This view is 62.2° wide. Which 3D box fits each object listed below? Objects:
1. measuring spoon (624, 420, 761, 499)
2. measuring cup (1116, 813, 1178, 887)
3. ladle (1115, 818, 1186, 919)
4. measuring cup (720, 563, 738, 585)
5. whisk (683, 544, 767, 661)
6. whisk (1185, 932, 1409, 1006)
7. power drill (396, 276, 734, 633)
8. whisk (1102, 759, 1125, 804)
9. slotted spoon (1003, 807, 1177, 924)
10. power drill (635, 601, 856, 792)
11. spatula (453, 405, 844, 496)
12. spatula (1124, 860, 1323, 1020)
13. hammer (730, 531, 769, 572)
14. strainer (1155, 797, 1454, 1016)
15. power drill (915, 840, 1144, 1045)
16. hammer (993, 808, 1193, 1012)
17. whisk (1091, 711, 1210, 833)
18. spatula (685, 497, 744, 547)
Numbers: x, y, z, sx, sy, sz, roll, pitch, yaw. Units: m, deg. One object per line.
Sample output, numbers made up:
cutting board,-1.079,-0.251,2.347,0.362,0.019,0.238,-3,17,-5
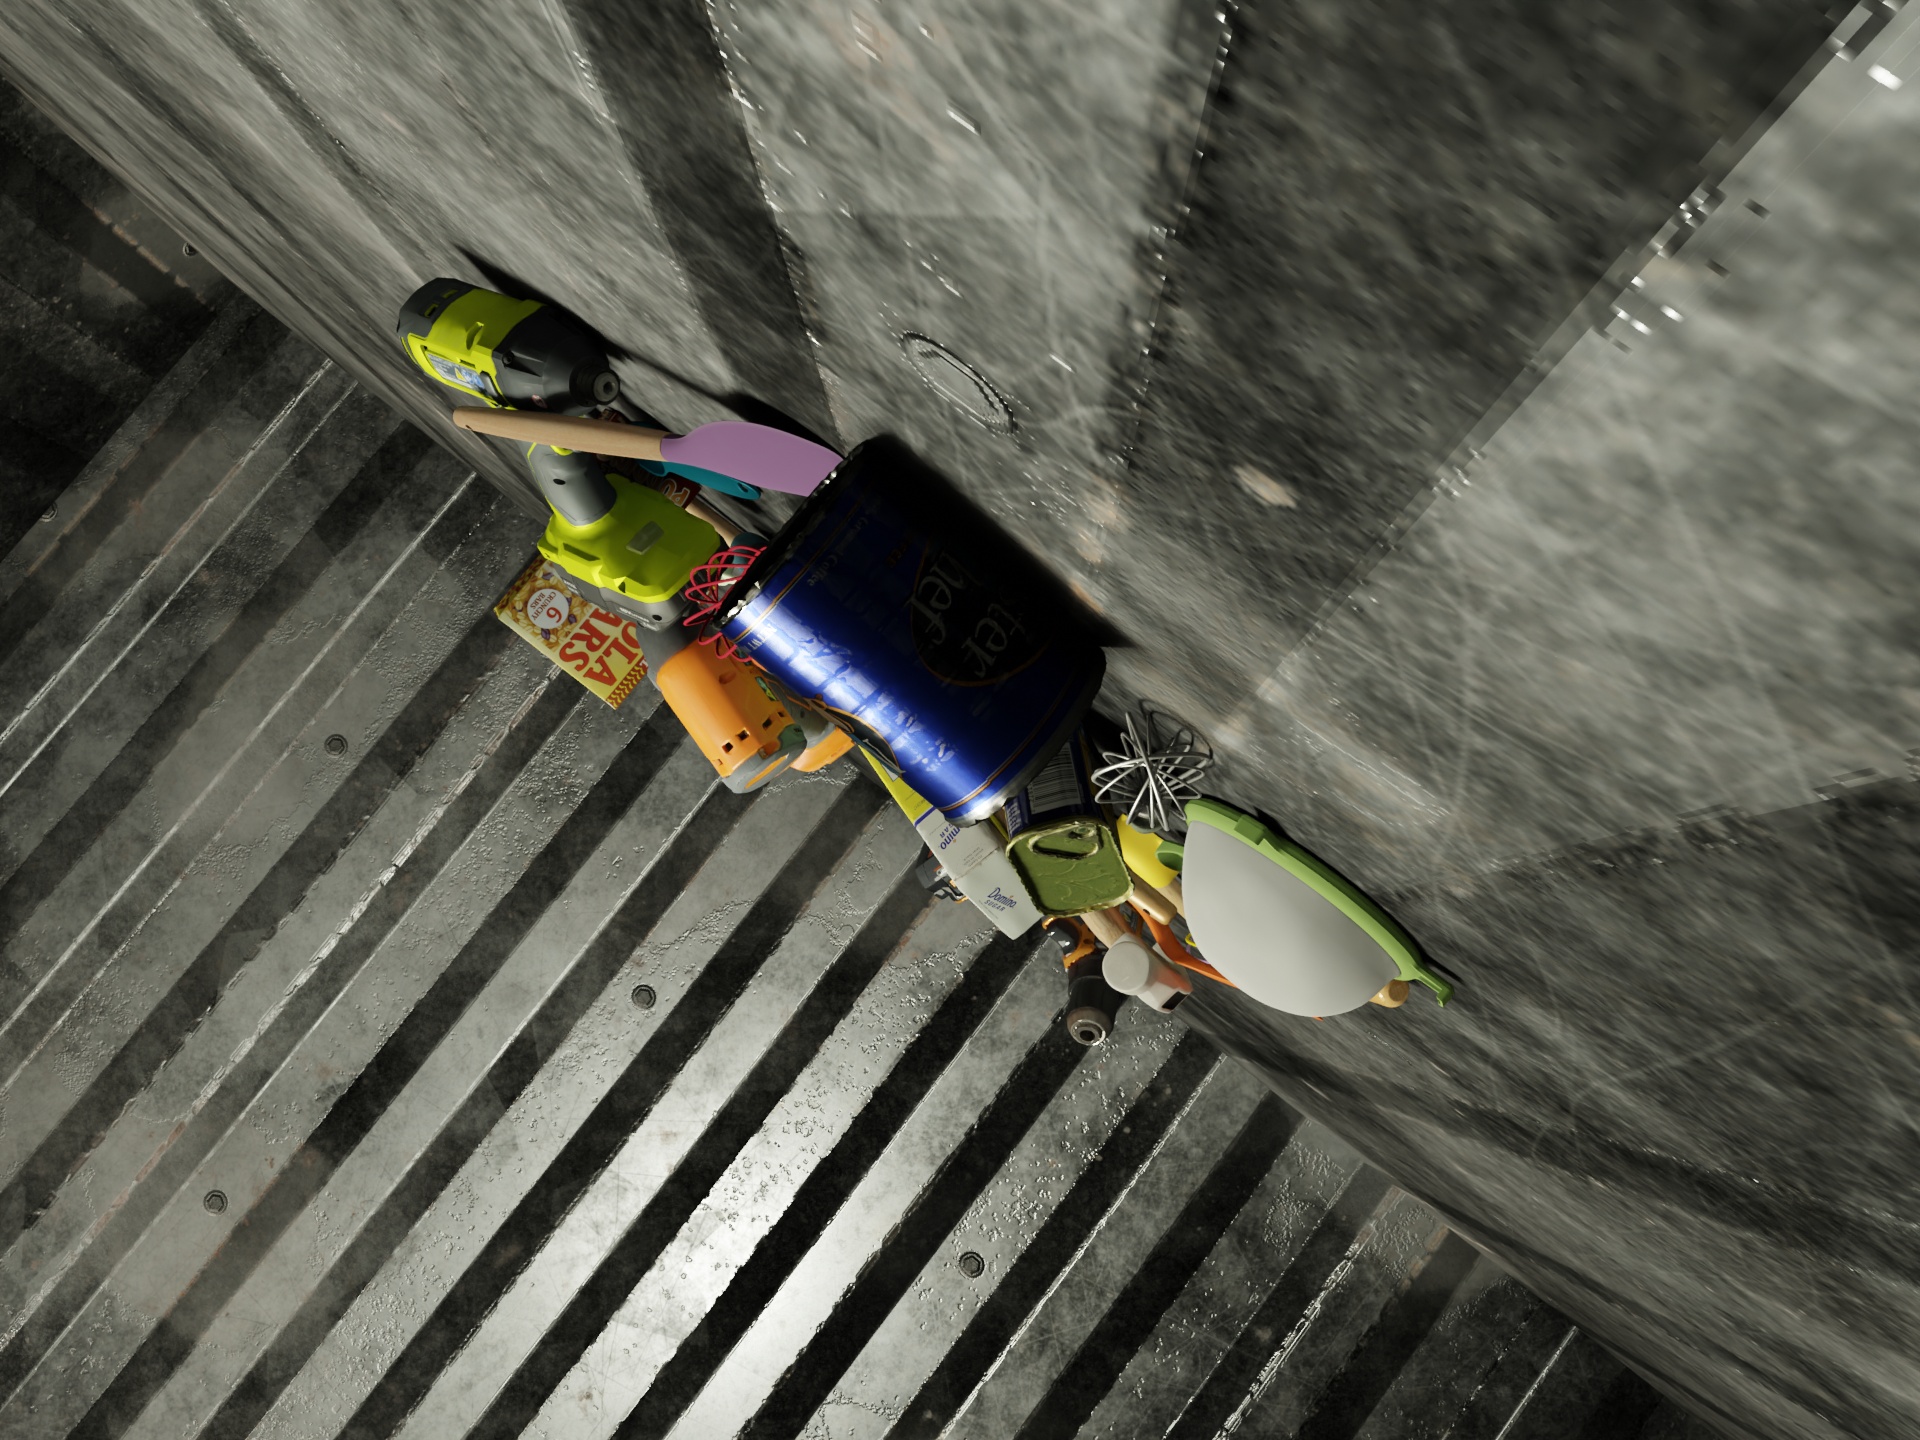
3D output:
measuring spoon,-0.168,-0.166,1.008,0.129,0.021,0.042,23,157,33
measuring cup,0.144,0.102,1.074,0.062,0.029,0.157,40,175,-21
ladle,0.167,0.135,1.211,0.315,0.031,0.069,44,172,-33
measuring cup,-0.171,-0.126,1.243,0.168,0.038,0.083,19,170,17
whisk,-0.102,-0.081,0.903,0.073,0.073,0.296,40,162,-14
whisk,0.213,0.148,1.017,0.047,0.051,0.245,18,176,-18
power drill,-0.235,-0.162,0.986,0.171,0.080,0.223,25,155,35
whisk,-0.003,-0.003,1.045,0.285,0.070,0.070,27,168,40
slotted spoon,0.007,0.029,0.994,0.314,0.031,0.070,37,160,20
power drill,-0.153,-0.033,1.156,0.164,0.084,0.226,54,-168,6
spatula,-0.170,-0.147,0.832,0.316,0.018,0.059,15,159,38
spatula,0.106,0.089,1.036,0.323,0.041,0.081,49,-169,36
hammer,-0.061,-0.066,1.013,0.128,0.033,0.331,42,173,-38
strainer,0.152,0.110,0.902,0.151,0.069,0.256,40,172,-13
power drill,0.069,0.170,1.420,0.226,0.084,0.185,40,-146,-15
hammer,0.043,0.069,1.082,0.332,0.031,0.130,50,-173,31
whisk,0.099,0.038,0.839,0.246,0.058,0.059,55,-164,-79
spatula,-0.191,-0.138,1.188,0.317,0.044,0.082,37,170,-1
